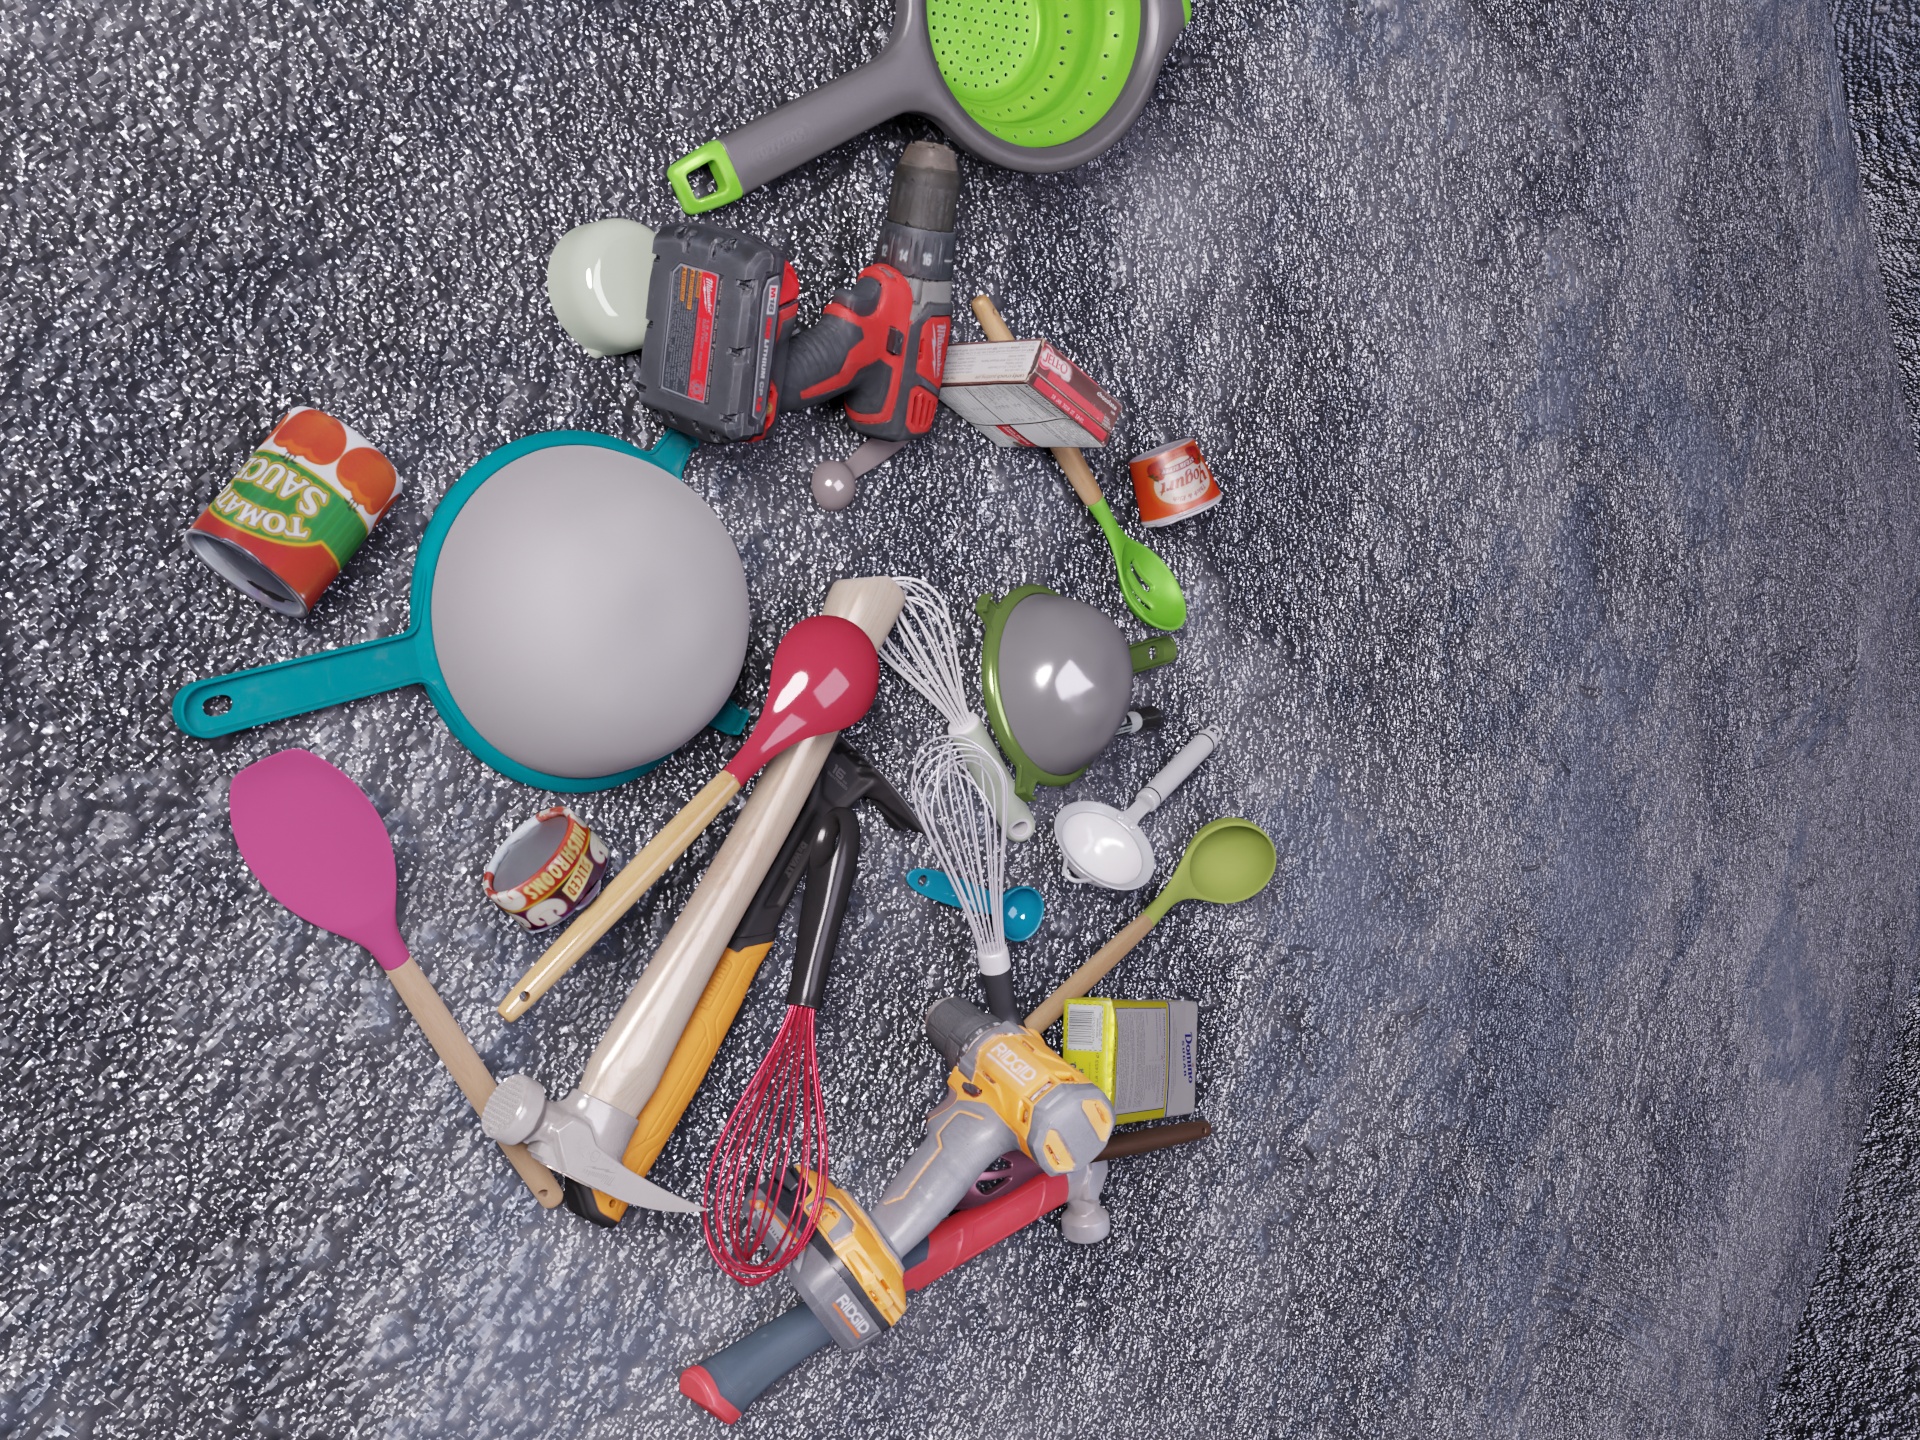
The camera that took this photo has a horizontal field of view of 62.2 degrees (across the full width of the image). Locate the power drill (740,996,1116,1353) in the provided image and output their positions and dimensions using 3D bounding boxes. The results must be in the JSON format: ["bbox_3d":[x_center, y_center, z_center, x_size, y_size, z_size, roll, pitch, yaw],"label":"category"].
[{"bbox_3d":[-0.031,0.283,1.056,0.226,0.185,0.084,-37,120,-15],"label":"power drill"}]

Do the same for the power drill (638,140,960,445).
[{"bbox_3d":[-0.080,-0.259,0.967,0.226,0.080,0.187,-19,126,-52],"label":"power drill"}]

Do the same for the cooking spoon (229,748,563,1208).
[{"bbox_3d":[-0.294,0.151,0.866,0.069,0.017,0.318,-26,116,-6],"label":"cooking spoon"}]

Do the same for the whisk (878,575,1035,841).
[{"bbox_3d":[-0.002,-0.004,1.130,0.058,0.059,0.246,-28,122,1],"label":"whisk"}]

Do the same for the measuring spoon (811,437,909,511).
[{"bbox_3d":[-0.055,-0.183,1.080,0.124,0.018,0.034,-45,122,-33],"label":"measuring spoon"}]

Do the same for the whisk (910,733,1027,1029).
[{"bbox_3d":[0.019,0.141,1.132,0.070,0.070,0.284,-28,116,-39],"label":"whisk"}]

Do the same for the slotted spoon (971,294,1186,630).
[{"bbox_3d":[0.091,-0.190,1.215,0.313,0.031,0.070,55,40,-29],"label":"slotted spoon"}]

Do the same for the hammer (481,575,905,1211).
[{"bbox_3d":[-0.127,0.091,0.972,0.146,0.038,0.411,40,66,-34],"label":"hammer"}]

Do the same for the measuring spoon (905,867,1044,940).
[{"bbox_3d":[0.007,0.129,1.168,0.128,0.021,0.042,23,85,-33],"label":"measuring spoon"}]

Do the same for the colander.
[{"bbox_3d":[-0.032,-0.434,1.051,0.397,0.095,0.204,-34,120,-18],"label":"colander"}]

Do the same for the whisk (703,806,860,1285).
[{"bbox_3d":[-0.101,0.197,0.987,0.073,0.073,0.296,24,70,-42],"label":"whisk"}]

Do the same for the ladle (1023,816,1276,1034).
[{"bbox_3d":[0.142,0.178,1.271,0.320,0.062,0.078,-36,121,-34],"label":"ladle"}]

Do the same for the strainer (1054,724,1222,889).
[{"bbox_3d":[0.147,0.070,1.279,0.087,0.050,0.258,41,48,11],"label":"strainer"}]

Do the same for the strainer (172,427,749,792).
[{"bbox_3d":[-0.237,-0.044,0.859,0.340,0.095,0.211,-21,107,-43],"label":"strainer"}]

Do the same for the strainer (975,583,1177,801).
[{"bbox_3d":[0.116,-0.039,1.197,0.256,0.069,0.151,-17,97,-51],"label":"strainer"}]

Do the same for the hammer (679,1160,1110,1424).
[{"bbox_3d":[-0.033,0.370,1.126,0.386,0.038,0.143,-15,102,-43],"label":"hammer"}]

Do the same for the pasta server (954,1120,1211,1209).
[{"bbox_3d":[0.092,0.325,1.204,0.316,0.040,0.060,7,85,-47],"label":"pasta server"}]

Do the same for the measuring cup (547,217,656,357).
[{"bbox_3d":[-0.164,-0.246,0.954,0.167,0.038,0.083,12,84,-42],"label":"measuring cup"}]

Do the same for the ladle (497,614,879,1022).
[{"bbox_3d":[-0.151,0.051,0.920,0.069,0.031,0.315,46,66,-11],"label":"ladle"}]

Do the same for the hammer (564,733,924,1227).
[{"bbox_3d":[-0.141,0.164,1.010,0.127,0.034,0.337,46,62,-35],"label":"hammer"}]
